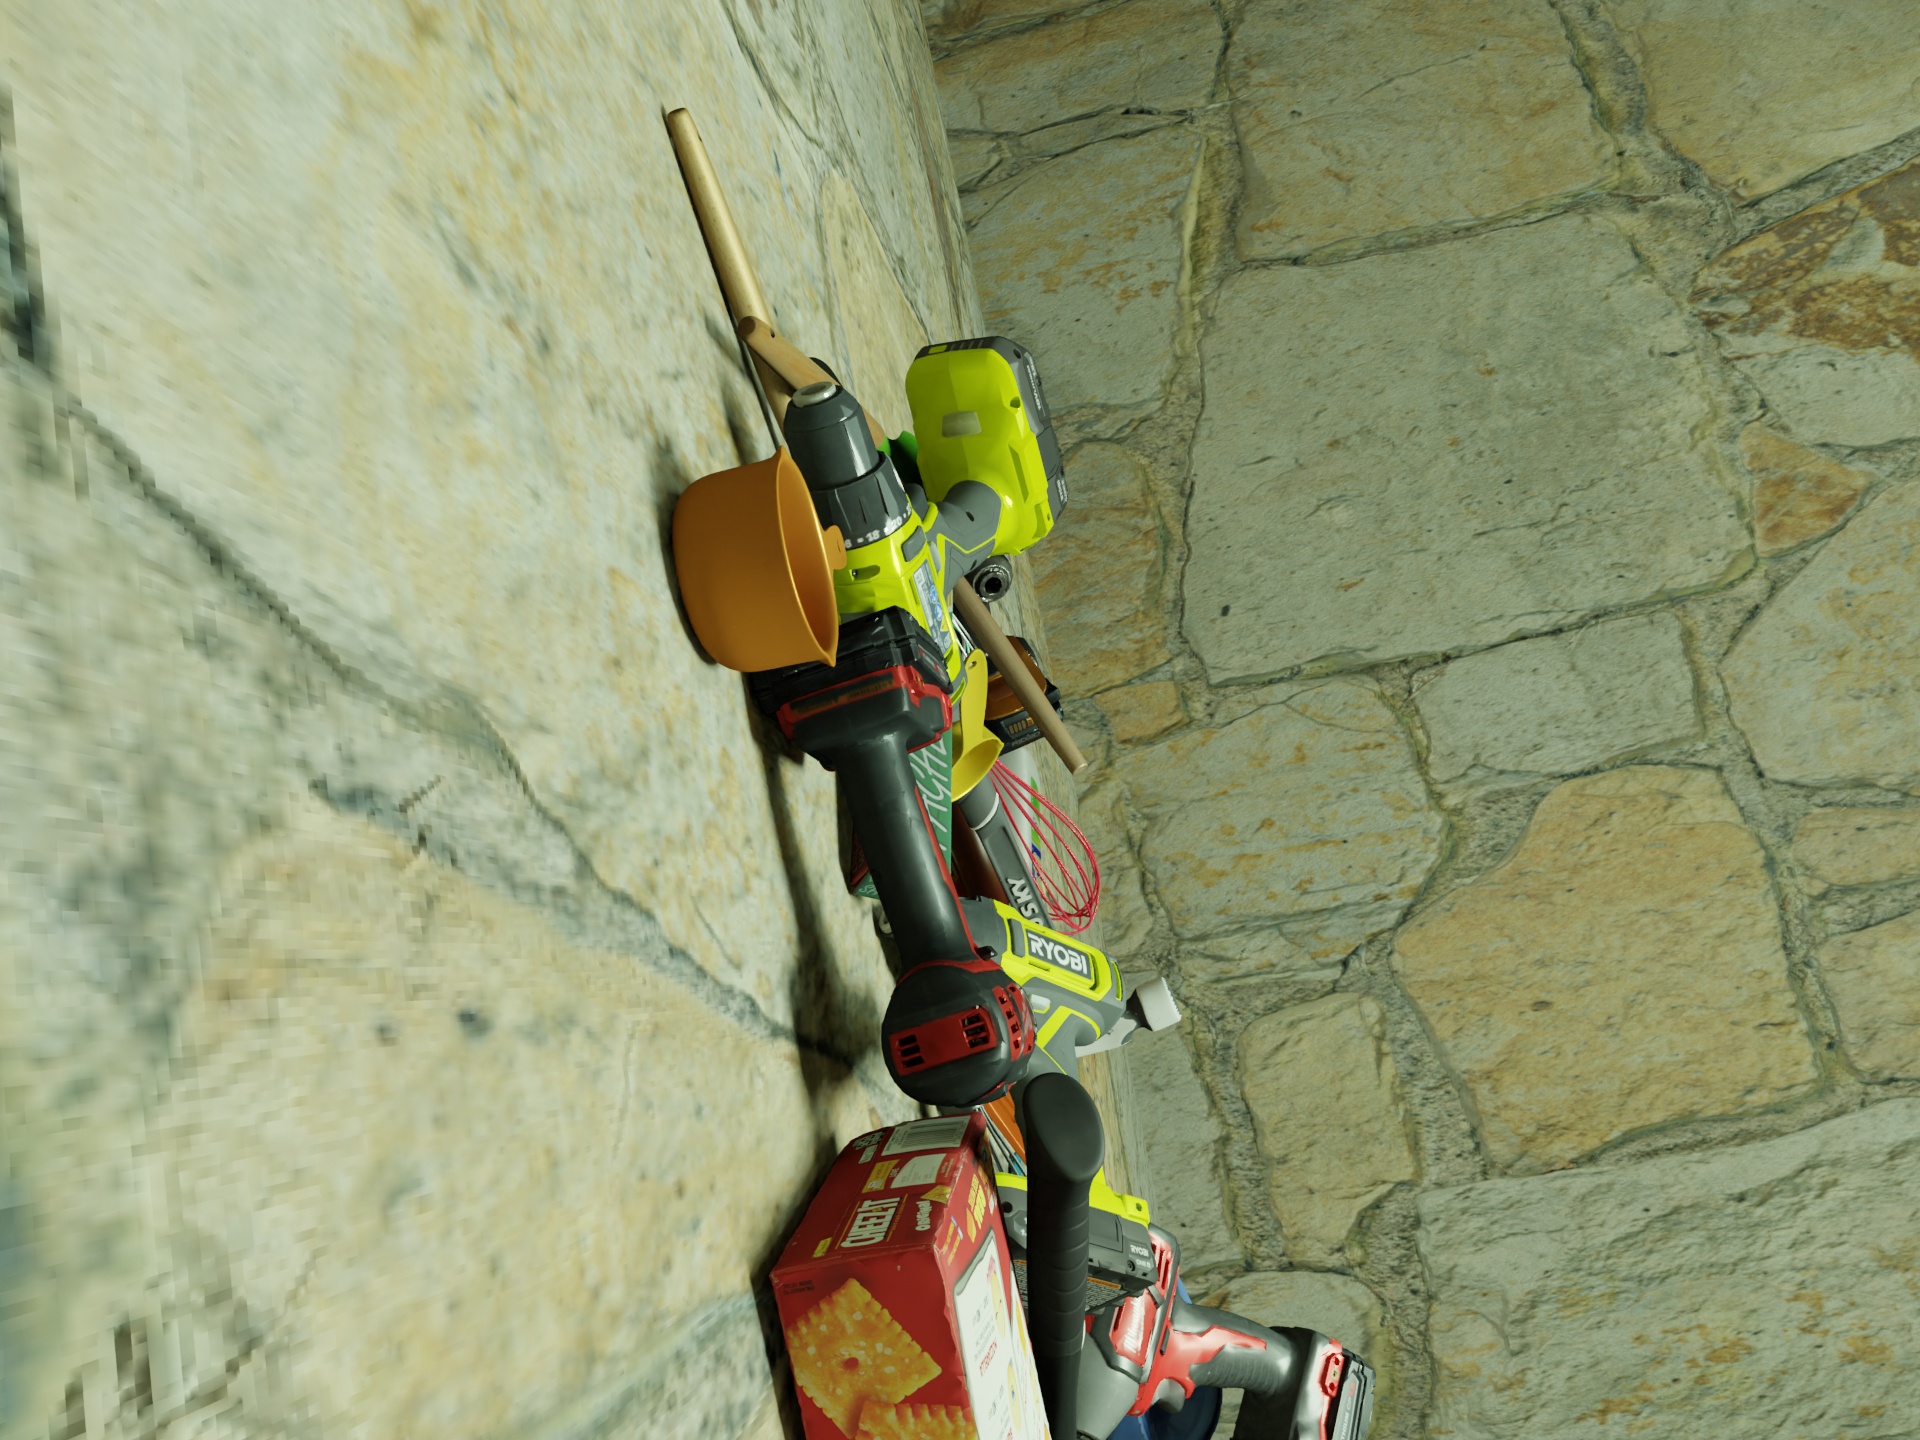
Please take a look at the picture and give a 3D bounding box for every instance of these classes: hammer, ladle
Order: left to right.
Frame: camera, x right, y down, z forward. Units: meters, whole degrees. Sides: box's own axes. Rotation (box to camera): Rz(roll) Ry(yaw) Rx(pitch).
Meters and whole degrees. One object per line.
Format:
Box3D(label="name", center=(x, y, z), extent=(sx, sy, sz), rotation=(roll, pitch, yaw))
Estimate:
Box3D(label="ladle", center=(-0.101, -0.183, 0.885), extent=(0.069, 0.031, 0.315), rotation=(-93, 168, -55))
Box3D(label="hammer", center=(0.019, 0.081, 1.115), extent=(0.036, 0.149, 0.408), rotation=(-101, 167, -65))
Box3D(label="hammer", center=(0.043, 0.298, 0.753), extent=(0.146, 0.035, 0.334), rotation=(-126, -151, -53))

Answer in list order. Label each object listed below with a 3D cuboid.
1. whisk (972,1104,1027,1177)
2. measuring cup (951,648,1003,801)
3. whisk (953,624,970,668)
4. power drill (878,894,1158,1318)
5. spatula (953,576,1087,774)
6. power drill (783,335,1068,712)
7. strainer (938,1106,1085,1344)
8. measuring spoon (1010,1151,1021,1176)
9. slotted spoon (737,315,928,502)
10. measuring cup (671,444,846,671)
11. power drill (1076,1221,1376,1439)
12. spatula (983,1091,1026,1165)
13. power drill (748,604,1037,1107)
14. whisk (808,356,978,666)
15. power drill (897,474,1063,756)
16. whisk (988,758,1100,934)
Box3D(label="whisk", center=(0.008, 0.235, 0.977), extent=(0.055, 0.055, 0.239), rotation=(-15, 90, -83))
Box3D(label="measuring cup", center=(-0.002, -0.003, 0.999), extent=(0.029, 0.062, 0.156), rotation=(42, -26, 24))
Box3D(label="whisk", center=(-0.003, 0.035, 1.236), extent=(0.047, 0.051, 0.245), rotation=(-95, 175, -80))
Box3D(label="power drill", center=(0.028, 0.208, 0.895), extent=(0.171, 0.080, 0.223), rotation=(26, 40, -33))
Box3D(label="spatula", center=(0.000, -0.091, 1.126), extent=(0.316, 0.018, 0.059), rotation=(57, 0, 19))
Box3D(label="power drill", center=(-0.021, -0.129, 0.899), extent=(0.229, 0.080, 0.190), rotation=(-57, 138, -49))
Box3D(label="strainer", center=(0.022, 0.286, 0.920), extent=(0.087, 0.050, 0.258), rotation=(109, -40, -76))
Box3D(label="measuring spoon", center=(0.048, 0.359, 1.181), extent=(0.129, 0.021, 0.042), rotation=(-79, 157, -69))
Box3D(label="slotted spoon", center=(-0.059, -0.173, 0.935), extent=(0.313, 0.031, 0.070), rotation=(26, 49, -71))
Box3D(label="measuring cup", center=(-0.085, -0.071, 0.715), extent=(0.173, 0.052, 0.095), rotation=(-69, 147, -81))
Box3D(label="power drill", center=(0.149, 0.416, 0.990), extent=(0.219, 0.078, 0.143), rotation=(35, 57, -20))
Box3D(label="spatula", center=(-0.004, 0.143, 1.053), extent=(0.081, 0.041, 0.322), rotation=(-71, 148, -75))
Box3D(label="power drill", center=(-0.018, 0.073, 0.774), extent=(0.187, 0.080, 0.227), rotation=(42, 29, -78))
Box3D(label="whisk", center=(-0.049, -0.114, 1.064), extent=(0.070, 0.070, 0.284), rotation=(-91, 163, -56))
Box3D(label="power drill", center=(0.017, -0.080, 1.286), extent=(0.186, 0.084, 0.226), rotation=(-124, -167, -56))
Box3D(label="whisk", center=(0.025, 0.042, 1.200), extent=(0.295, 0.073, 0.073), rotation=(58, 13, -19))
